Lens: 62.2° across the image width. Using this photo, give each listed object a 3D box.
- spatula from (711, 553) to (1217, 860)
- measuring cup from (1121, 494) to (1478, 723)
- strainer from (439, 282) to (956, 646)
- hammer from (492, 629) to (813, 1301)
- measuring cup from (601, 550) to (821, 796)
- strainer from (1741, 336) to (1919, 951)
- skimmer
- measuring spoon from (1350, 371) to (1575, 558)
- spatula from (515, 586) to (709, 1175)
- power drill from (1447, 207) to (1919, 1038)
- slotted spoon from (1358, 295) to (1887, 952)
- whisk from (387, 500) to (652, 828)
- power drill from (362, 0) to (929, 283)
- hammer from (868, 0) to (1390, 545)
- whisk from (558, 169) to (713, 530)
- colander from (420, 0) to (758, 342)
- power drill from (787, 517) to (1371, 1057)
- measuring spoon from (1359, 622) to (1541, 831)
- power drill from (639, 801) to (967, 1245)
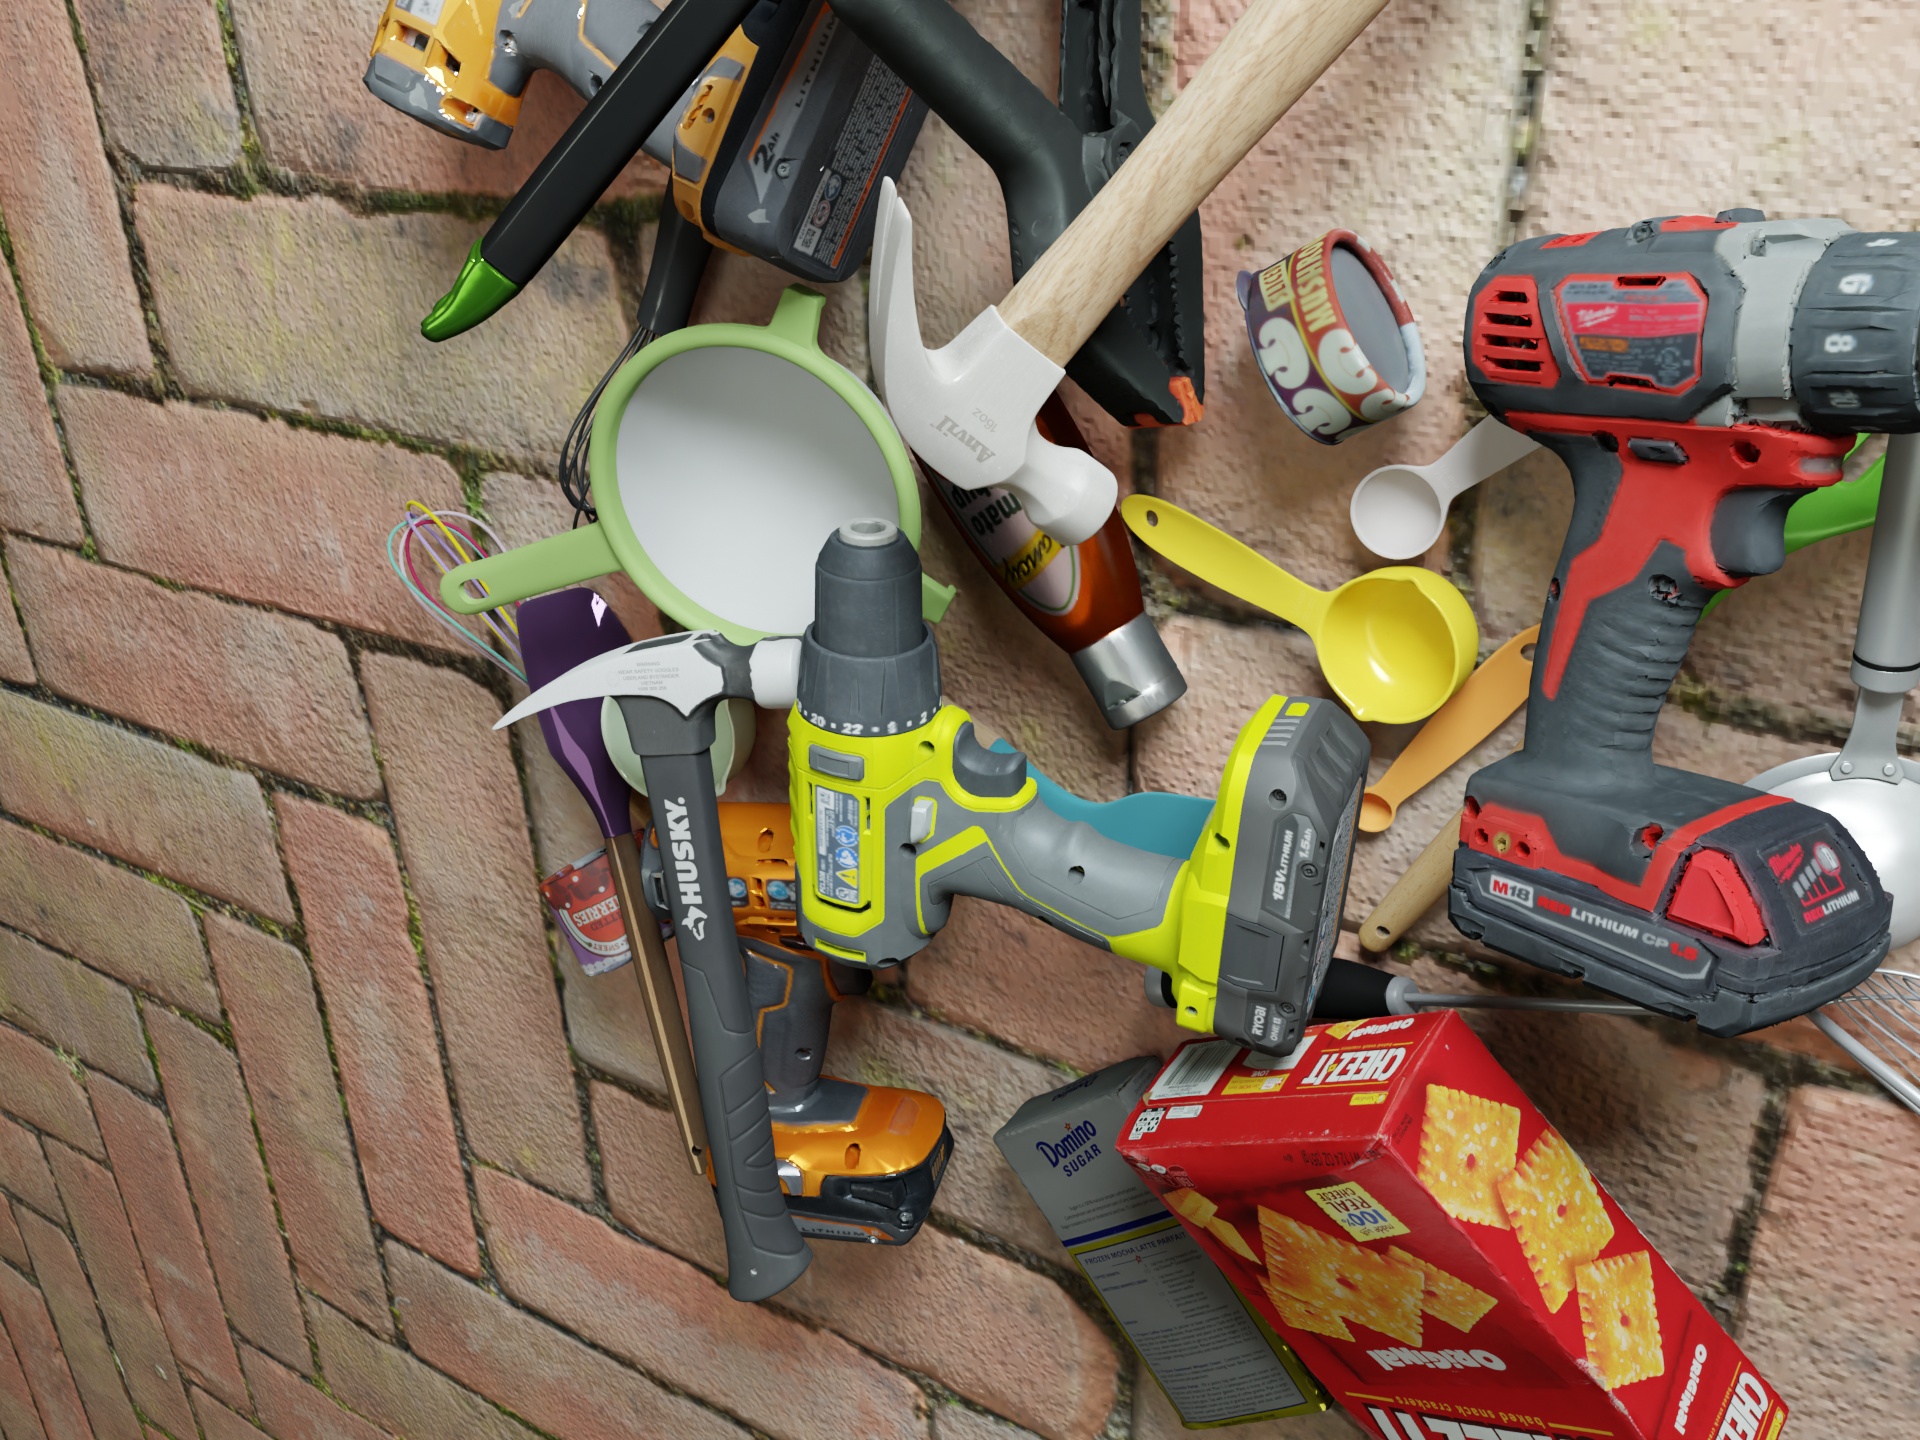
[{"bbox_3d":[-0.001,-0.002,0.714,0.318,0.044,0.082,34,128,18],"label":"spatula"},{"bbox_3d":[0.129,-0.054,0.614,0.157,0.029,0.062,35,129,31],"label":"measuring cup"},{"bbox_3d":[-0.125,-0.096,0.718,0.256,0.069,0.151,-13,115,28],"label":"strainer"},{"bbox_3d":[-0.120,0.124,0.741,0.146,0.035,0.334,-2,107,15],"label":"hammer"},{"bbox_3d":[-0.110,-0.027,0.788,0.083,0.038,0.167,47,114,3],"label":"measuring cup"},{"bbox_3d":[0.283,-0.008,0.490,0.087,0.050,0.258,3,120,19],"label":"strainer"},{"bbox_3d":[0.219,0.136,0.594,0.363,0.127,0.090,-5,66,41],"label":"skimmer"},{"bbox_3d":[0.190,-0.099,0.553,0.124,0.018,0.034,-37,86,34],"label":"measuring spoon"},{"bbox_3d":[-0.172,0.085,0.838,0.060,0.018,0.316,-14,90,-1],"label":"spatula"},{"bbox_3d":[0.229,-0.029,0.457,0.188,0.080,0.226,20,116,53],"label":"power drill"},{"bbox_3d":[0.227,-0.015,0.558,0.070,0.031,0.313,38,131,11],"label":"slotted spoon"},{"bbox_3d":[-0.223,-0.021,0.860,0.245,0.051,0.047,50,125,0],"label":"whisk"},{"bbox_3d":[-0.115,-0.289,0.613,0.226,0.084,0.185,30,103,19],"label":"power drill"},{"bbox_3d":[0.094,-0.203,0.473,0.331,0.130,0.031,-47,38,19],"label":"hammer"},{"bbox_3d":[-0.137,-0.180,0.718,0.055,0.055,0.238,36,125,15],"label":"whisk"},{"bbox_3d":[-0.063,-0.280,0.458,0.094,0.205,0.397,39,109,-23],"label":"colander"},{"bbox_3d":[0.035,0.027,0.625,0.228,0.080,0.190,13,120,21],"label":"power drill"},{"bbox_3d":[0.188,0.002,0.606,0.021,0.011,0.117,37,126,1],"label":"measuring spoon"},{"bbox_3d":[-0.062,0.147,0.793,0.164,0.084,0.226,0,112,15],"label":"power drill"}]
